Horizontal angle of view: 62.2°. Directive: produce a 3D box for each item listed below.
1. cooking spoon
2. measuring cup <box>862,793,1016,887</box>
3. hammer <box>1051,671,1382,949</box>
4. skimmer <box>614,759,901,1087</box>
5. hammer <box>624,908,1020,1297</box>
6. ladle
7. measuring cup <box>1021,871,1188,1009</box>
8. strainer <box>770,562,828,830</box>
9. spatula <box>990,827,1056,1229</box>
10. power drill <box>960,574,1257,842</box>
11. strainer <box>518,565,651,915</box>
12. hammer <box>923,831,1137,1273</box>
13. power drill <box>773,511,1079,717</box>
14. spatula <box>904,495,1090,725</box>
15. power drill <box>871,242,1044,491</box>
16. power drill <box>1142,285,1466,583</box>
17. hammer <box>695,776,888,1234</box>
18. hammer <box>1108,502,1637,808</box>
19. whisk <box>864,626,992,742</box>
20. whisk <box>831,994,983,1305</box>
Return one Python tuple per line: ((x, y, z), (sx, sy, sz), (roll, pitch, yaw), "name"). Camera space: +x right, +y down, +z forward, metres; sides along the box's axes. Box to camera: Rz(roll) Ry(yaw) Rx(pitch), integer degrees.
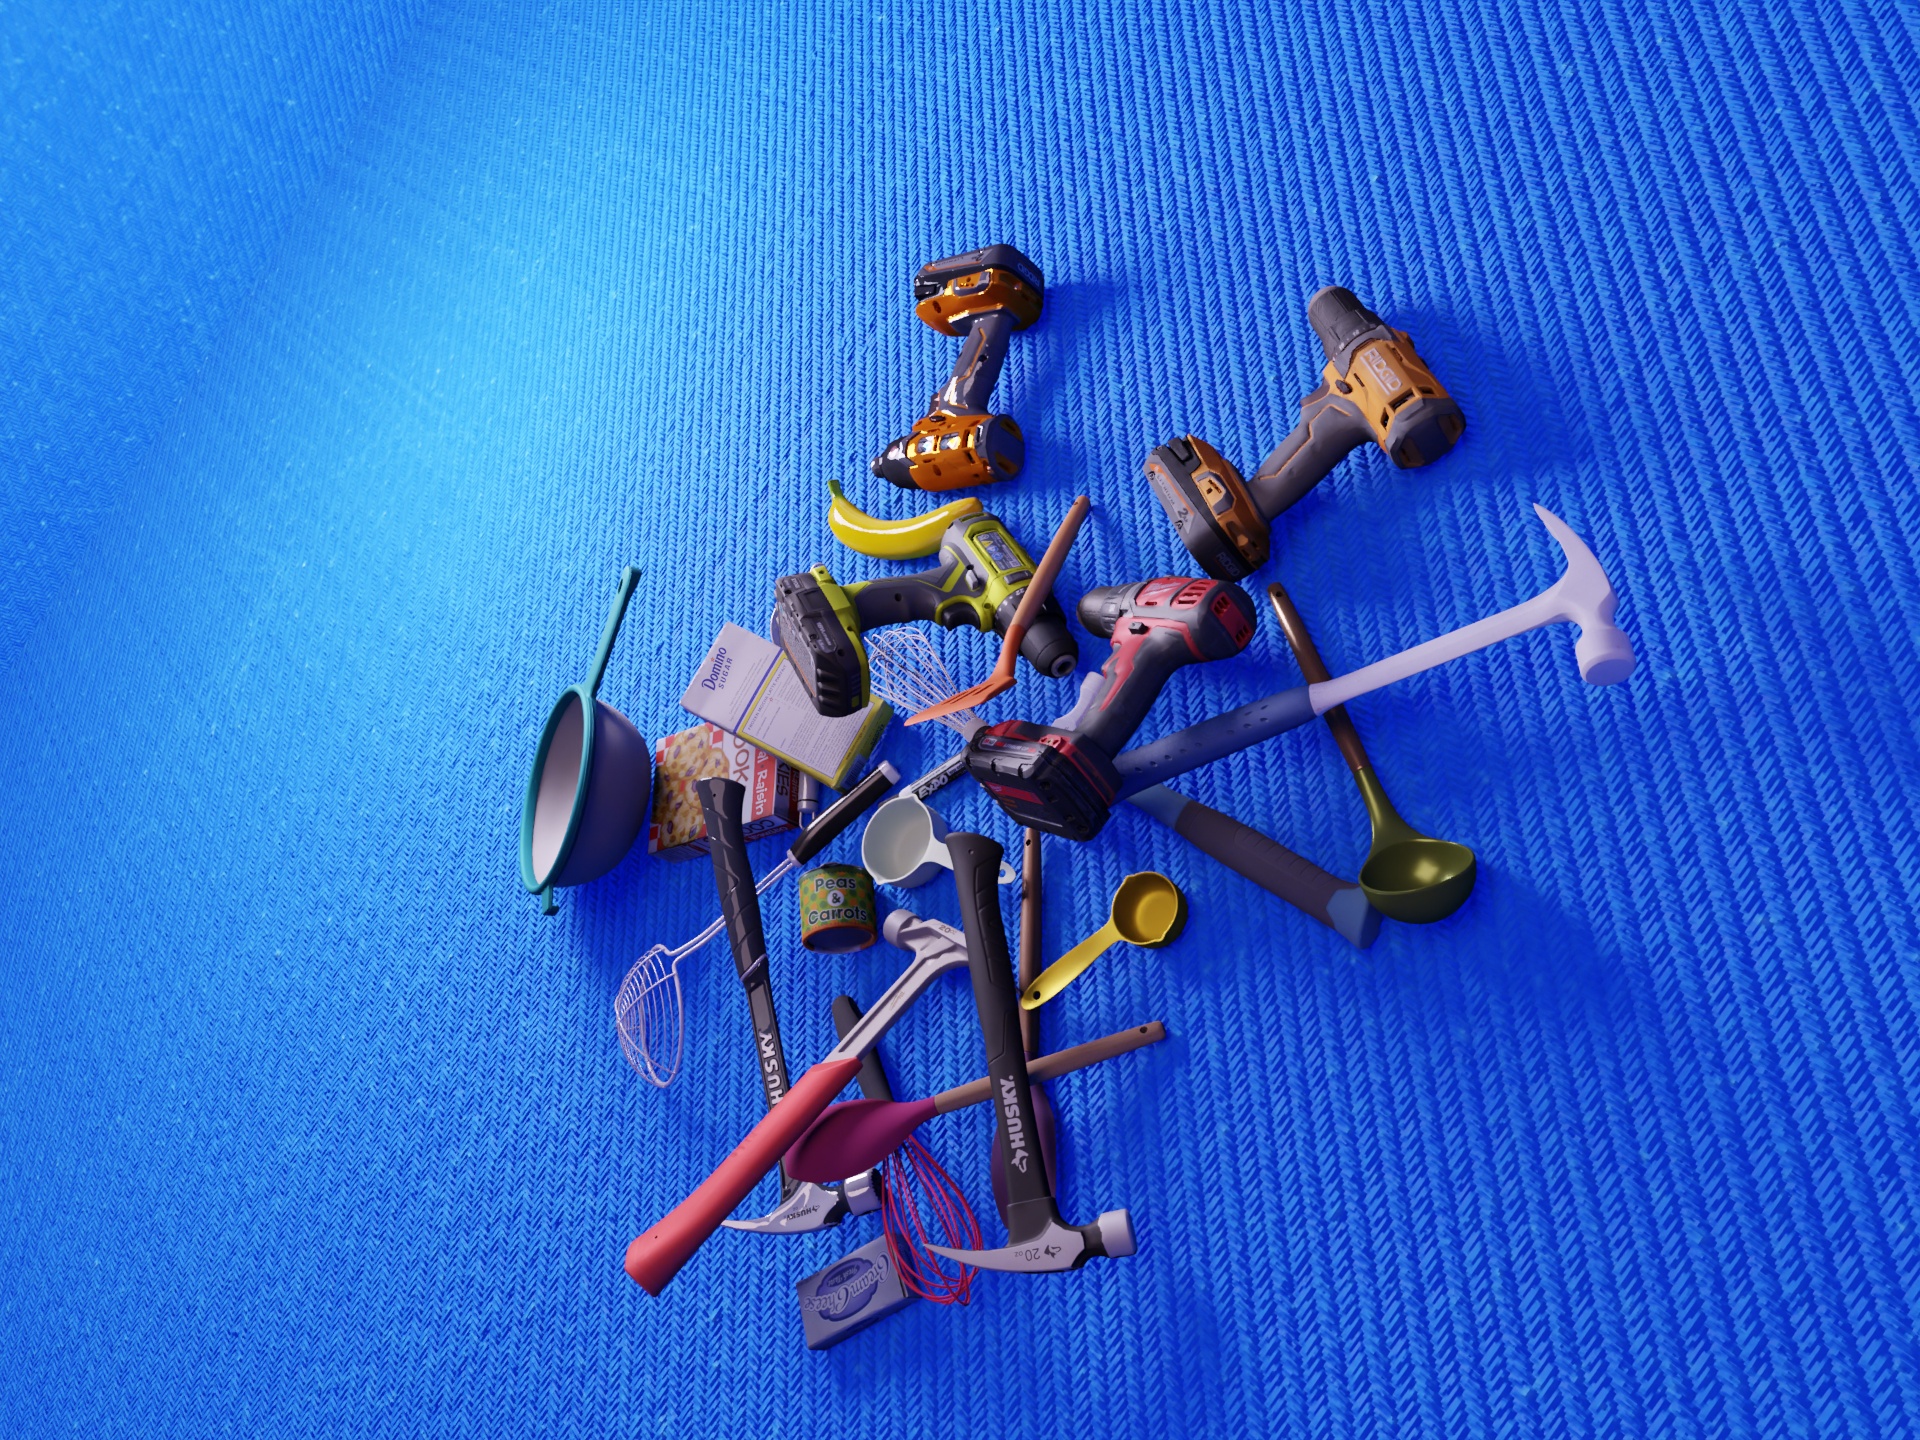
((0.006, 0.284, 1.209), (0.319, 0.017, 0.069), (-21, 42, 13), "cooking spoon")
((-0.010, 0.115, 1.338), (0.168, 0.038, 0.083), (14, 79, 39), "measuring cup")
((0.182, 0.077, 1.206), (0.331, 0.033, 0.128), (31, 89, 43), "hammer")
((-0.178, 0.180, 1.444), (0.363, 0.090, 0.127), (-42, 38, 2), "skimmer")
((-0.115, 0.299, 1.233), (0.359, 0.036, 0.149), (-46, 37, -19), "hammer")
((0.280, 0.010, 1.146), (0.078, 0.062, 0.321), (-18, 53, 2), "ladle")
((0.110, 0.176, 1.220), (0.156, 0.029, 0.062), (-42, 50, 18), "measuring cup")
((-0.140, -0.021, 1.502), (0.087, 0.050, 0.259), (3, 72, -4), "strainer")
((0.052, 0.235, 1.244), (0.060, 0.018, 0.316), (-13, 63, 33), "spatula")
((0.104, -0.024, 1.221), (0.227, 0.080, 0.188), (-49, 26, -16), "power drill")
((-0.340, 0.017, 1.566), (0.211, 0.095, 0.340), (43, 115, 60), "strainer")
((0.026, 0.239, 1.181), (0.146, 0.035, 0.335), (-14, 65, 8), "hammer")
((-0.026, -0.083, 1.352), (0.228, 0.080, 0.191), (-17, 48, -18), "power drill")
((0.050, -0.094, 1.293), (0.081, 0.041, 0.323), (-16, 33, 37), "spatula")
((-0.007, -0.325, 1.515), (0.164, 0.084, 0.227), (-3, 72, 38), "power drill")
((0.260, -0.233, 1.262), (0.226, 0.084, 0.186), (-34, 52, 16), "power drill")
((-0.176, 0.233, 1.354), (0.149, 0.036, 0.409), (-21, 64, 11), "hammer")
((0.262, -0.023, 1.134), (0.405, 0.035, 0.144), (-24, 47, 30), "hammer")
((-0.003, -0.005, 1.353), (0.070, 0.070, 0.285), (-54, 44, 5), "whisk")
((-0.051, 0.331, 1.255), (0.073, 0.073, 0.296), (-43, 44, 14), "whisk")
